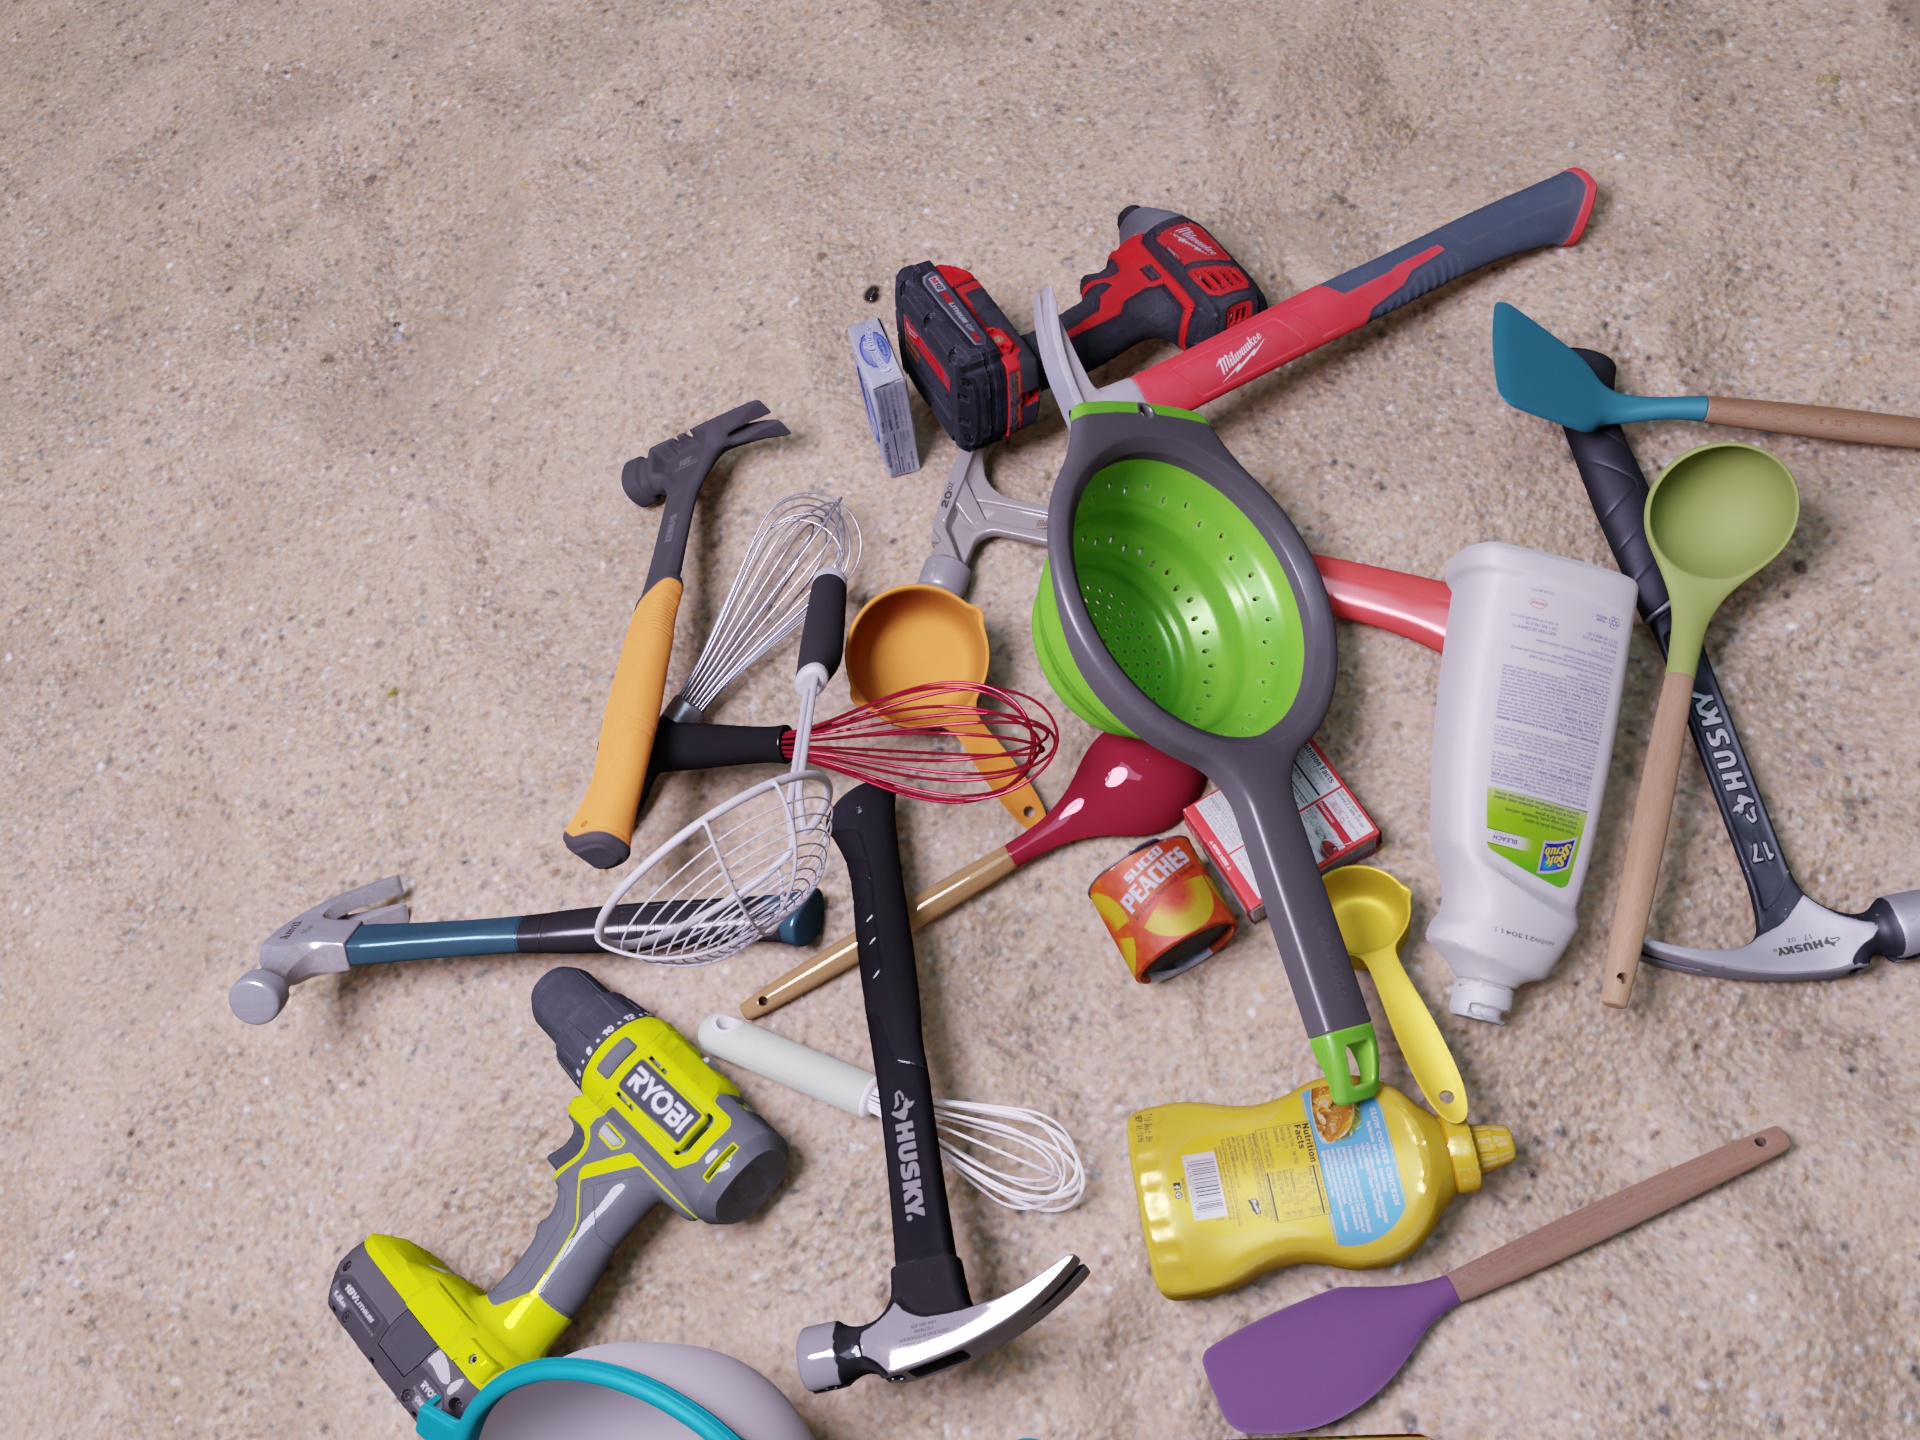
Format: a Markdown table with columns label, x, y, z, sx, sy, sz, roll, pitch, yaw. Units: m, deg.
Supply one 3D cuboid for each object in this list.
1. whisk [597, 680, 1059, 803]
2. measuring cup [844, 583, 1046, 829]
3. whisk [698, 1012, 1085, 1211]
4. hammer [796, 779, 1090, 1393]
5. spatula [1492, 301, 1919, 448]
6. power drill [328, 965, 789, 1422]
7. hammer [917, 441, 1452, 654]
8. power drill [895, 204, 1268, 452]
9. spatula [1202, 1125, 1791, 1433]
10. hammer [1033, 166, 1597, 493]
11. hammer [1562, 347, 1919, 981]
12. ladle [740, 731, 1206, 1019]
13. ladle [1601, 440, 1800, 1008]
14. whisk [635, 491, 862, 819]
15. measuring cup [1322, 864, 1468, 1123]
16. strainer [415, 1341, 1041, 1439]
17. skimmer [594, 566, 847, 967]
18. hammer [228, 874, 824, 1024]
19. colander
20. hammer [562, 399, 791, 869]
| label | x | y | z | sx | sy | sz | roll | pitch | yaw |
| --- | --- | --- | --- | --- | --- | --- | --- | --- | --- |
| whisk | -0.085 | 0.014 | 0.933 | 0.296 | 0.073 | 0.073 | -1 | 66 | 20 |
| measuring cup | -0.002 | -0.003 | 0.979 | 0.095 | 0.052 | 0.173 | -36 | 89 | -2 |
| whisk | -0.043 | 0.214 | 0.889 | 0.246 | 0.059 | 0.058 | 17 | 27 | 23 |
| hammer | -0.028 | 0.176 | 0.861 | 0.146 | 0.035 | 0.335 | -16 | 54 | 9 |
| spatula | 0.466 | -0.186 | 0.930 | 0.317 | 0.044 | 0.082 | 8 | 57 | 5 |
| power drill | -0.232 | 0.263 | 0.889 | 0.191 | 0.080 | 0.228 | 35 | 75 | 30 |
| hammer | 0.158 | -0.108 | 0.991 | 0.359 | 0.036 | 0.149 | 14 | 70 | 18 |
| power drill | 0.075 | -0.270 | 1.041 | 0.219 | 0.078 | 0.143 | -22 | 55 | -13 |
| spatula | 0.273 | 0.278 | 0.803 | 0.316 | 0.018 | 0.060 | -25 | 48 | 0 |
| hammer | 0.232 | -0.274 | 0.997 | 0.386 | 0.038 | 0.143 | -28 | 99 | -12 |
| hammer | 0.405 | -0.046 | 0.911 | 0.149 | 0.036 | 0.409 | -13 | 64 | 8 |
| ladle | 0.007 | 0.092 | 0.939 | 0.315 | 0.031 | 0.069 | -31 | 81 | 0 |
| ladle | 0.383 | -0.003 | 0.848 | 0.078 | 0.062 | 0.320 | 15 | 73 | 13 |
| whisk | -0.158 | -0.030 | 1.016 | 0.070 | 0.070 | 0.284 | 31 | 80 | 23 |
| measuring cup | 0.232 | 0.148 | 0.849 | 0.062 | 0.029 | 0.157 | -20 | 52 | 2 |
| strainer | -0.087 | 0.359 | 0.755 | 0.340 | 0.095 | 0.211 | -25 | 95 | 26 |
| skimmer | -0.108 | -0.004 | 0.843 | 0.127 | 0.090 | 0.364 | -47 | 21 | 26 |
| hammer | -0.247 | 0.127 | 0.948 | 0.331 | 0.128 | 0.033 | -4 | 110 | 2 |
| colander | 0.130 | 0.020 | 0.877 | 0.204 | 0.094 | 0.397 | -4 | 71 | -37 |
| hammer | -0.184 | -0.059 | 0.982 | 0.127 | 0.034 | 0.337 | -19 | 47 | 28 |
